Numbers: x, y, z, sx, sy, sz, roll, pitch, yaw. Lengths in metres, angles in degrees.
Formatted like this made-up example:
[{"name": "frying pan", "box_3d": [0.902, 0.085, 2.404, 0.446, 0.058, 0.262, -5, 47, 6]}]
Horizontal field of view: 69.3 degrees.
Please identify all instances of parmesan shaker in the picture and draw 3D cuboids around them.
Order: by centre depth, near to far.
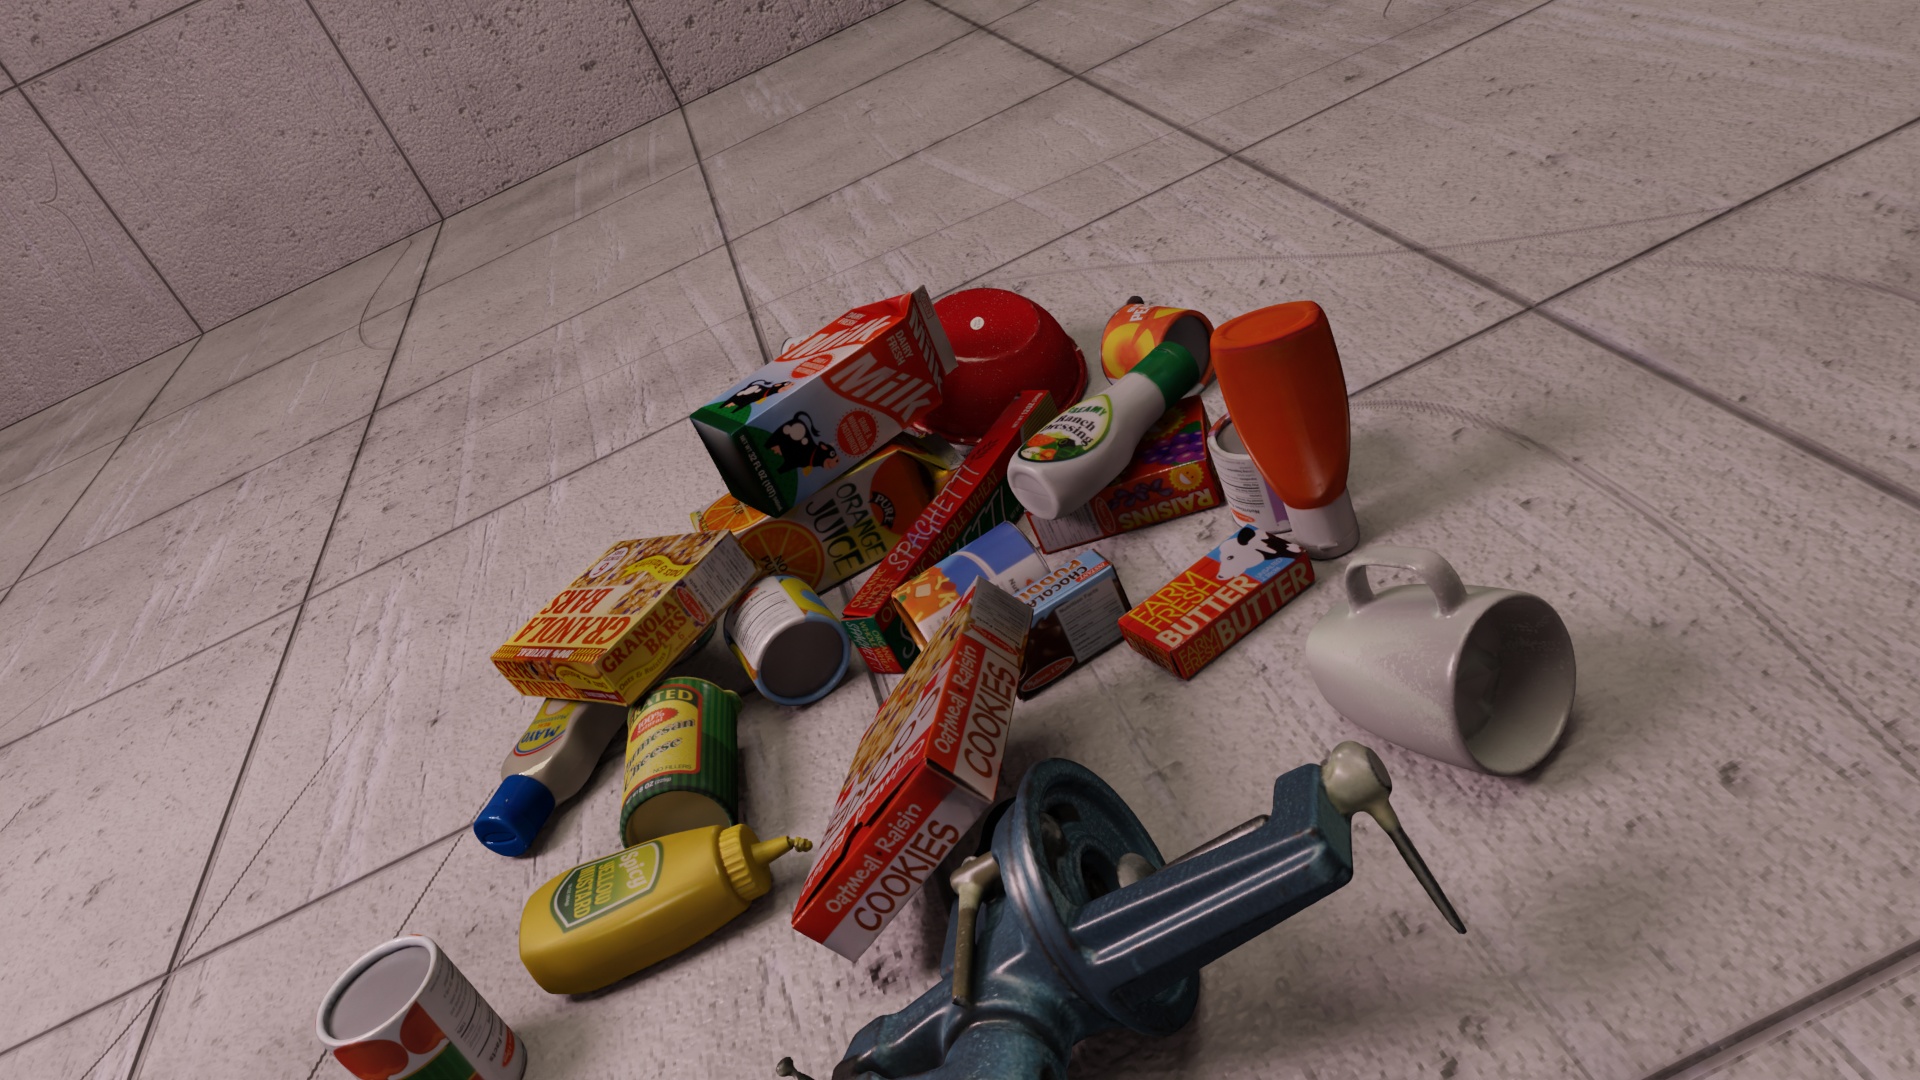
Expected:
[{"name": "parmesan shaker", "box_3d": [-0.160, 0.134, 0.808, 0.071, 0.071, 0.103, -23, 30, 3]}]

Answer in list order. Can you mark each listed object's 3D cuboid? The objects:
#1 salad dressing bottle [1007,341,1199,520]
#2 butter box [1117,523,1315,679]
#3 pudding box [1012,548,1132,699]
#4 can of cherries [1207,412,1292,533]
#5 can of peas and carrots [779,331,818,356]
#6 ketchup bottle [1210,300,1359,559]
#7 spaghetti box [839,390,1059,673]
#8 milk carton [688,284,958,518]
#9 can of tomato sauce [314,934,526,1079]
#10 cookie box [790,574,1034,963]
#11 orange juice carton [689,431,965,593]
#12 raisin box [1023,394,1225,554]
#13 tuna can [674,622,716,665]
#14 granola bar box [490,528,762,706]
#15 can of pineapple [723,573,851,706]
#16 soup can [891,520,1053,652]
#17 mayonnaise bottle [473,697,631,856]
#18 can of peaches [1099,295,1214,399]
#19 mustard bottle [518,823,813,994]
[{"name": "salad dressing bottle", "box_3d": [0.094, -0.073, 0.890, 0.148, 0.043, 0.064, -41, 35, -25]}, {"name": "butter box", "box_3d": [0.144, 0.034, 0.785, 0.104, 0.024, 0.053, -35, 31, -17]}, {"name": "pudding box", "box_3d": [0.056, 0.048, 0.803, 0.084, 0.049, 0.030, -31, 29, -10]}, {"name": "can of cherries", "box_3d": [0.191, -0.048, 0.845, 0.071, 0.058, 0.072, -19, 31, 12]}, {"name": "can of peas and carrots", "box_3d": [-0.101, -0.133, 1.098, 0.058, 0.070, 0.071, -10, 33, 20]}, {"name": "ketchup bottle", "box_3d": [0.188, -0.057, 0.771, 0.064, 0.148, 0.044, -14, 31, 18]}, {"name": "spaghetti box", "box_3d": [0.003, -0.012, 0.934, 0.028, 0.050, 0.251, -1, 38, 38]}, {"name": "milk carton", "box_3d": [-0.085, -0.103, 0.973, 0.191, 0.072, 0.073, -36, 31, -22]}, {"name": "can of tomato sauce", "box_3d": [-0.270, 0.250, 0.692, 0.071, 0.082, 0.071, -18, 30, 11]}, {"name": "cookie box", "box_3d": [-0.021, 0.108, 0.688, 0.122, 0.040, 0.168, -54, 8, 27]}, {"name": "orange juice carton", "box_3d": [-0.089, -0.023, 0.996, 0.193, 0.072, 0.072, -28, 29, -7]}, {"name": "raisin box", "box_3d": [0.108, -0.044, 0.919, 0.123, 0.040, 0.086, -17, 31, 16]}, {"name": "tuna can", "box_3d": [-0.212, 0.058, 0.999, 0.071, 0.032, 0.071, -18, 31, 12]}, {"name": "granola bar box", "box_3d": [-0.220, 0.050, 0.905, 0.165, 0.039, 0.125, -4, 37, 51]}, {"name": "can of pineapple", "box_3d": [-0.108, 0.064, 0.881, 0.071, 0.070, 0.058, -32, 37, -12]}, {"name": "soup can", "box_3d": [0.009, 0.036, 0.839, 0.084, 0.071, 0.071, -31, 31, -10]}, {"name": "mayonnaise bottle", "box_3d": [-0.263, 0.137, 0.904, 0.064, 0.041, 0.149, -14, 31, 27]}, {"name": "can of peaches", "box_3d": [0.145, -0.140, 1.011, 0.071, 0.071, 0.058, -40, 34, -24]}, {"name": "mustard bottle", "box_3d": [-0.154, 0.186, 0.740, 0.160, 0.048, 0.065, -23, 32, 3]}]
